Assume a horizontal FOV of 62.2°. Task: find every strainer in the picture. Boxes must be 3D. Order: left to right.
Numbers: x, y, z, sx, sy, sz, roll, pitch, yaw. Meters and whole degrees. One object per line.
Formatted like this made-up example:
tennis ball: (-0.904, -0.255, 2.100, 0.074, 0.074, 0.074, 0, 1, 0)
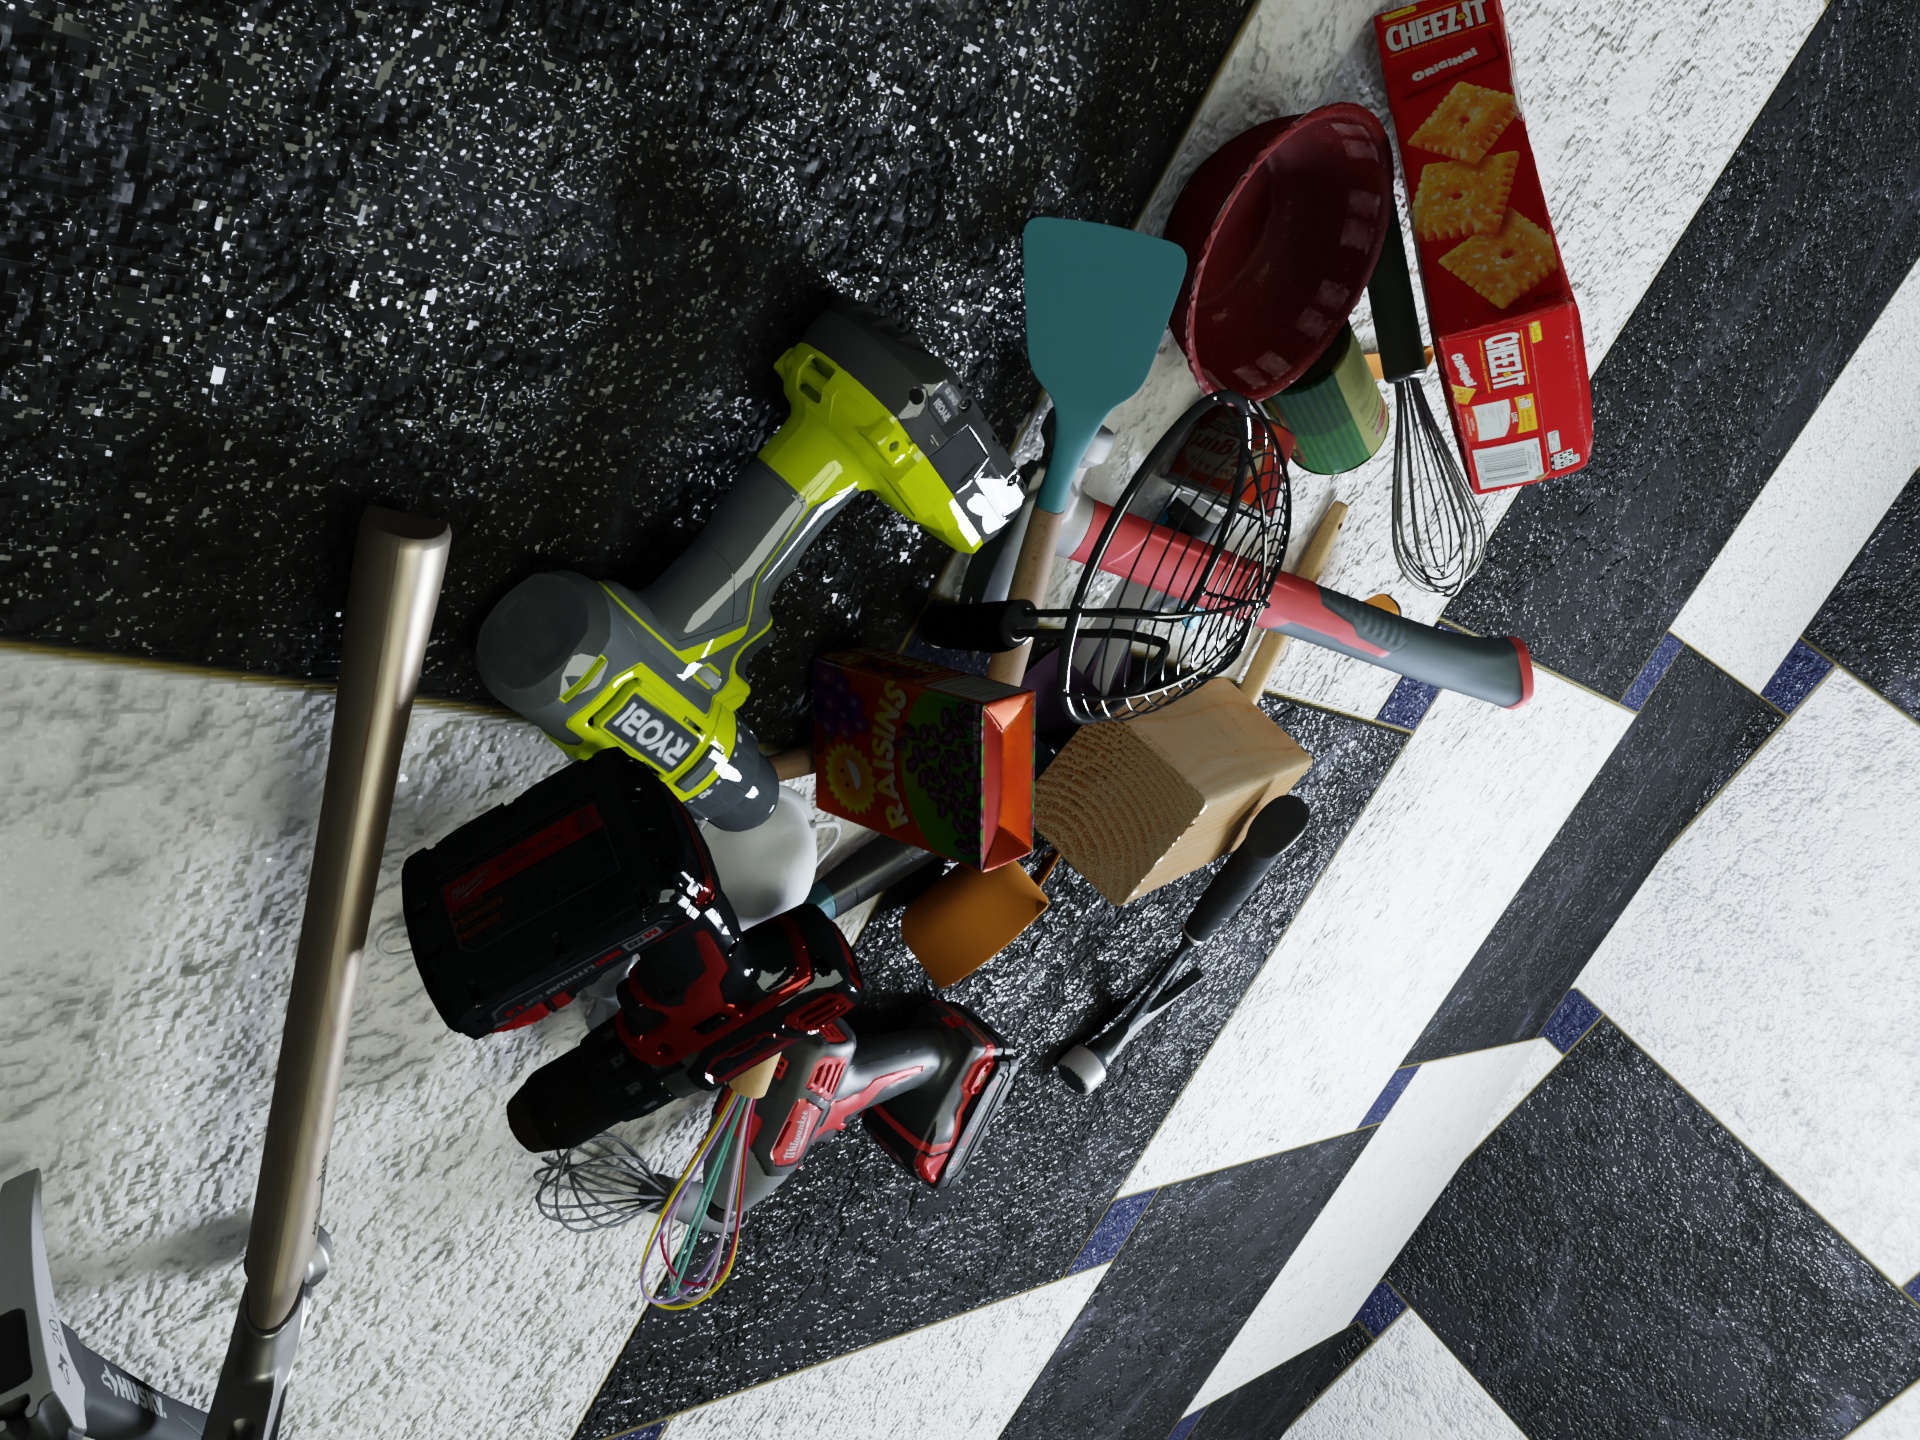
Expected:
strainer: (-0.154, 0.085, 0.776, 0.258, 0.050, 0.086, -9, 116, -37)

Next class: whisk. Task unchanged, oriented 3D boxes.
whisk: (-0.181, 0.285, 0.947, 0.055, 0.055, 0.238, -49, 152, -5)
whisk: (-0.123, 0.225, 0.890, 0.051, 0.047, 0.245, -48, 159, -78)
whisk: (0.261, -0.192, 0.926, 0.058, 0.059, 0.246, -12, 93, -9)

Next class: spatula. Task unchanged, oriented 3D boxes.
spatula: (-0.001, -0.003, 0.916, 0.316, 0.018, 0.059, -16, 118, -43)
spatula: (0.039, -0.091, 0.817, 0.082, 0.044, 0.317, 7, 121, -14)

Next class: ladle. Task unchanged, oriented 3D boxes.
ladle: (0.208, -0.015, 1.161, 0.069, 0.031, 0.315, -2, 122, -51)

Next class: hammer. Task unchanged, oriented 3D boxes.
hammer: (-0.356, 0.313, 0.710, 0.035, 0.146, 0.334, -24, 152, -18)
hammer: (-0.254, 0.116, 0.631, 0.038, 0.146, 0.410, 11, 112, -17)
hammer: (-0.067, 0.096, 0.917, 0.331, 0.033, 0.128, -32, 142, -29)
hammer: (0.174, 0.161, 1.174, 0.149, 0.036, 0.408, -37, 163, -27)
hammer: (0.205, -0.069, 1.057, 0.336, 0.034, 0.127, 3, 125, -51)
hammer: (0.183, -0.054, 0.927, 0.386, 0.038, 0.143, 16, 113, -28)

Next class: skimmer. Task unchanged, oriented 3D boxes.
skimmer: (0.027, -0.060, 0.679, 0.090, 0.363, 0.127, 35, 80, -18)

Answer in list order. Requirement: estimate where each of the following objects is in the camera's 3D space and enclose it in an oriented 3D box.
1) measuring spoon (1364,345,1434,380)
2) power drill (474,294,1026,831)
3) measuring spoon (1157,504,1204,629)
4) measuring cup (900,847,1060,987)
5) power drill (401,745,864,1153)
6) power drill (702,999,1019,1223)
measuring spoon: (0.274, -0.235, 1.046, 0.117, 0.011, 0.021, -16, 134, -38)
power drill: (-0.081, -0.056, 0.714, 0.228, 0.080, 0.190, -47, 147, -3)
measuring spoon: (0.139, -0.098, 1.002, 0.042, 0.021, 0.128, -37, 151, -11)
measuring cup: (0.021, 0.103, 1.020, 0.095, 0.052, 0.174, -38, -176, 31)
power drill: (-0.160, 0.122, 0.721, 0.188, 0.080, 0.226, -30, 149, 1)
power drill: (-0.070, 0.247, 1.013, 0.219, 0.079, 0.143, 13, 107, -54)
